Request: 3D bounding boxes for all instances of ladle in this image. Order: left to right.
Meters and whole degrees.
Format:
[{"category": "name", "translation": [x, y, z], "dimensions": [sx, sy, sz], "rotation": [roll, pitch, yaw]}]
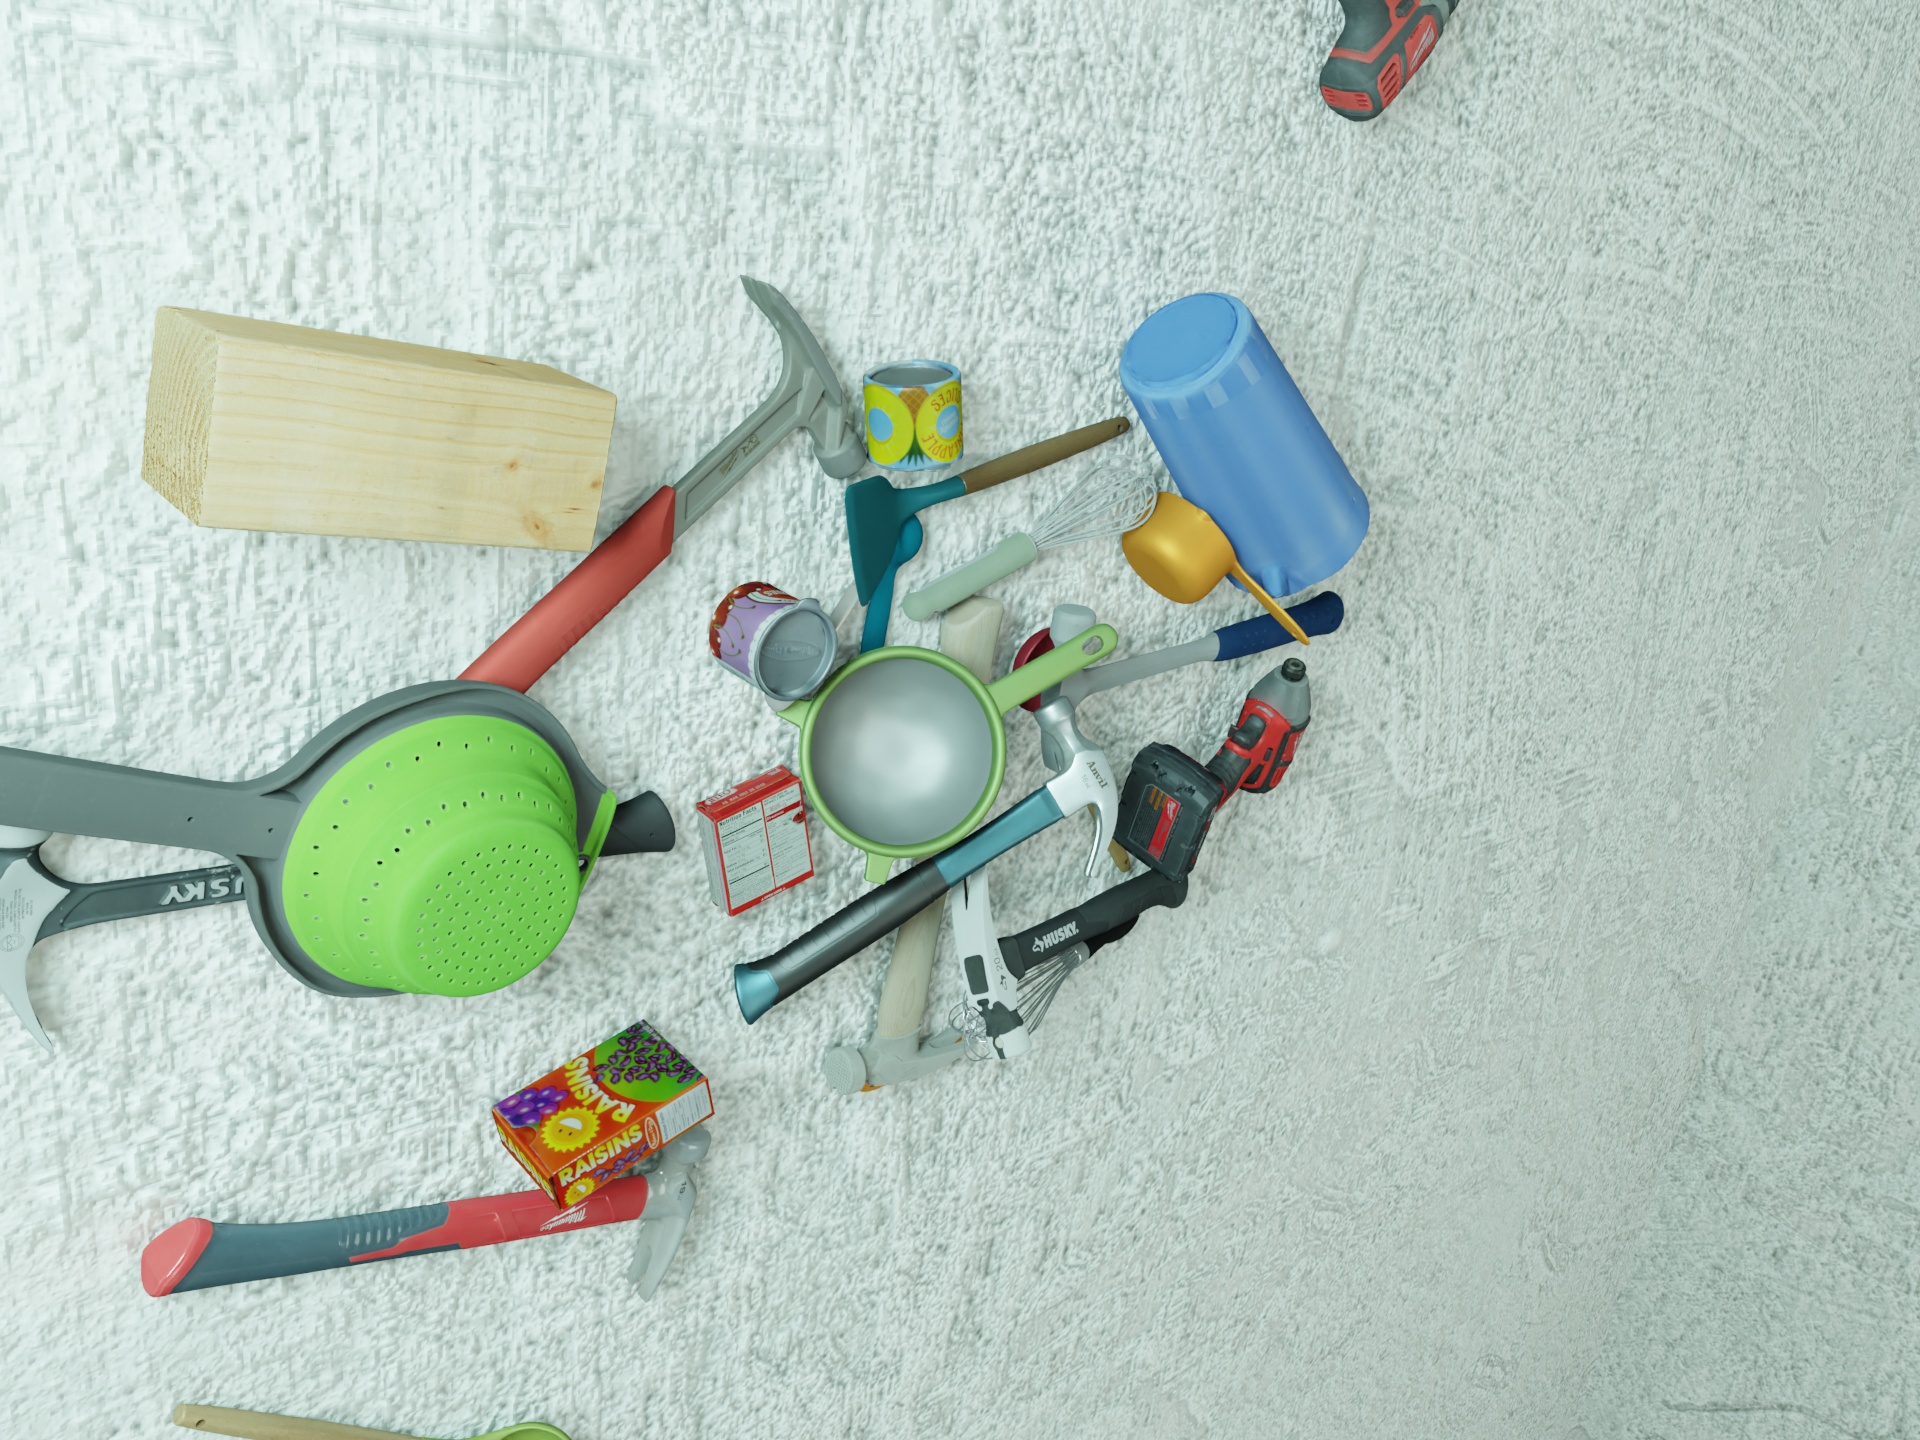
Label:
[{"category": "ladle", "translation": [-0.390, 0.505, 1.094], "dimensions": [0.319, 0.062, 0.078], "rotation": [38, 80, -45]}, {"category": "ladle", "translation": [0.101, 0.033, 1.344], "dimensions": [0.069, 0.031, 0.315], "rotation": [-45, 137, -18]}]

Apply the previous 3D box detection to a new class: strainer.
[{"category": "strainer", "translation": [-0.002, -0.004, 1.163], "dimensions": [0.256, 0.069, 0.151], "rotation": [-30, 97, -13]}]

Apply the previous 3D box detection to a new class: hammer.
[{"category": "hammer", "translation": [-0.345, 0.088, 0.934], "dimensions": [0.408, 0.036, 0.149], "rotation": [-6, 116, -43]}, {"category": "hammer", "translation": [-0.346, 0.353, 1.069], "dimensions": [0.386, 0.038, 0.143], "rotation": [7, 107, -46]}, {"category": "hammer", "translation": [-0.208, -0.104, 0.964], "dimensions": [0.359, 0.037, 0.149], "rotation": [-47, 136, -17]}, {"category": "hammer", "translation": [-0.027, 0.120, 1.189], "dimensions": [0.331, 0.033, 0.128], "rotation": [-32, 91, -6]}, {"category": "hammer", "translation": [-0.012, 0.101, 1.263], "dimensions": [0.146, 0.038, 0.410], "rotation": [-7, 115, -44]}, {"category": "hammer", "translation": [0.104, 0.164, 1.342], "dimensions": [0.334, 0.035, 0.146], "rotation": [-15, 87, -54]}, {"category": "hammer", "translation": [0.207, -0.056, 1.368], "dimensions": [0.405, 0.035, 0.144], "rotation": [-16, 122, -44]}]

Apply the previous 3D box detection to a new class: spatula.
[{"category": "spatula", "translation": [0.025, -0.171, 1.137], "dimensions": [0.317, 0.044, 0.082], "rotation": [-28, 122, -38]}]

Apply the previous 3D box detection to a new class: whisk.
[{"category": "whisk", "translation": [0.055, -0.136, 1.202], "dimensions": [0.246, 0.058, 0.059], "rotation": [-31, 95, -26]}, {"category": "whisk", "translation": [0.082, 0.215, 1.371], "dimensions": [0.284, 0.070, 0.070], "rotation": [-25, 128, -52]}]

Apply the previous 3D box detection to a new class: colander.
[{"category": "colander", "translation": [-0.335, 0.072, 0.833], "dimensions": [0.396, 0.095, 0.204], "rotation": [16, 103, -48]}]

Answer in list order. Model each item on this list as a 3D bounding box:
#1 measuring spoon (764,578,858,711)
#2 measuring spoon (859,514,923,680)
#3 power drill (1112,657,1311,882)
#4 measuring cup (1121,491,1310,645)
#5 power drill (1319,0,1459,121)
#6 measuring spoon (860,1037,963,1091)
[{"category": "measuring spoon", "translation": [-0.100, -0.061, 1.101], "dimensions": [0.018, 0.034, 0.124], "rotation": [39, 76, -29]}, {"category": "measuring spoon", "translation": [-0.050, -0.087, 1.135], "dimensions": [0.042, 0.021, 0.128], "rotation": [-2, 110, -44]}, {"category": "power drill", "translation": [0.235, 0.035, 1.407], "dimensions": [0.219, 0.079, 0.143], "rotation": [-33, 149, -40]}, {"category": "measuring cup", "translation": [0.201, -0.106, 1.274], "dimensions": [0.052, 0.173, 0.095], "rotation": [-45, 174, -10]}, {"category": "power drill", "translation": [0.319, -0.594, 1.192], "dimensions": [0.188, 0.080, 0.226], "rotation": [-53, 140, -9]}, {"category": "measuring spoon", "translation": [-0.039, 0.295, 1.355], "dimensions": [0.117, 0.011, 0.021], "rotation": [-14, 120, -39]}]
